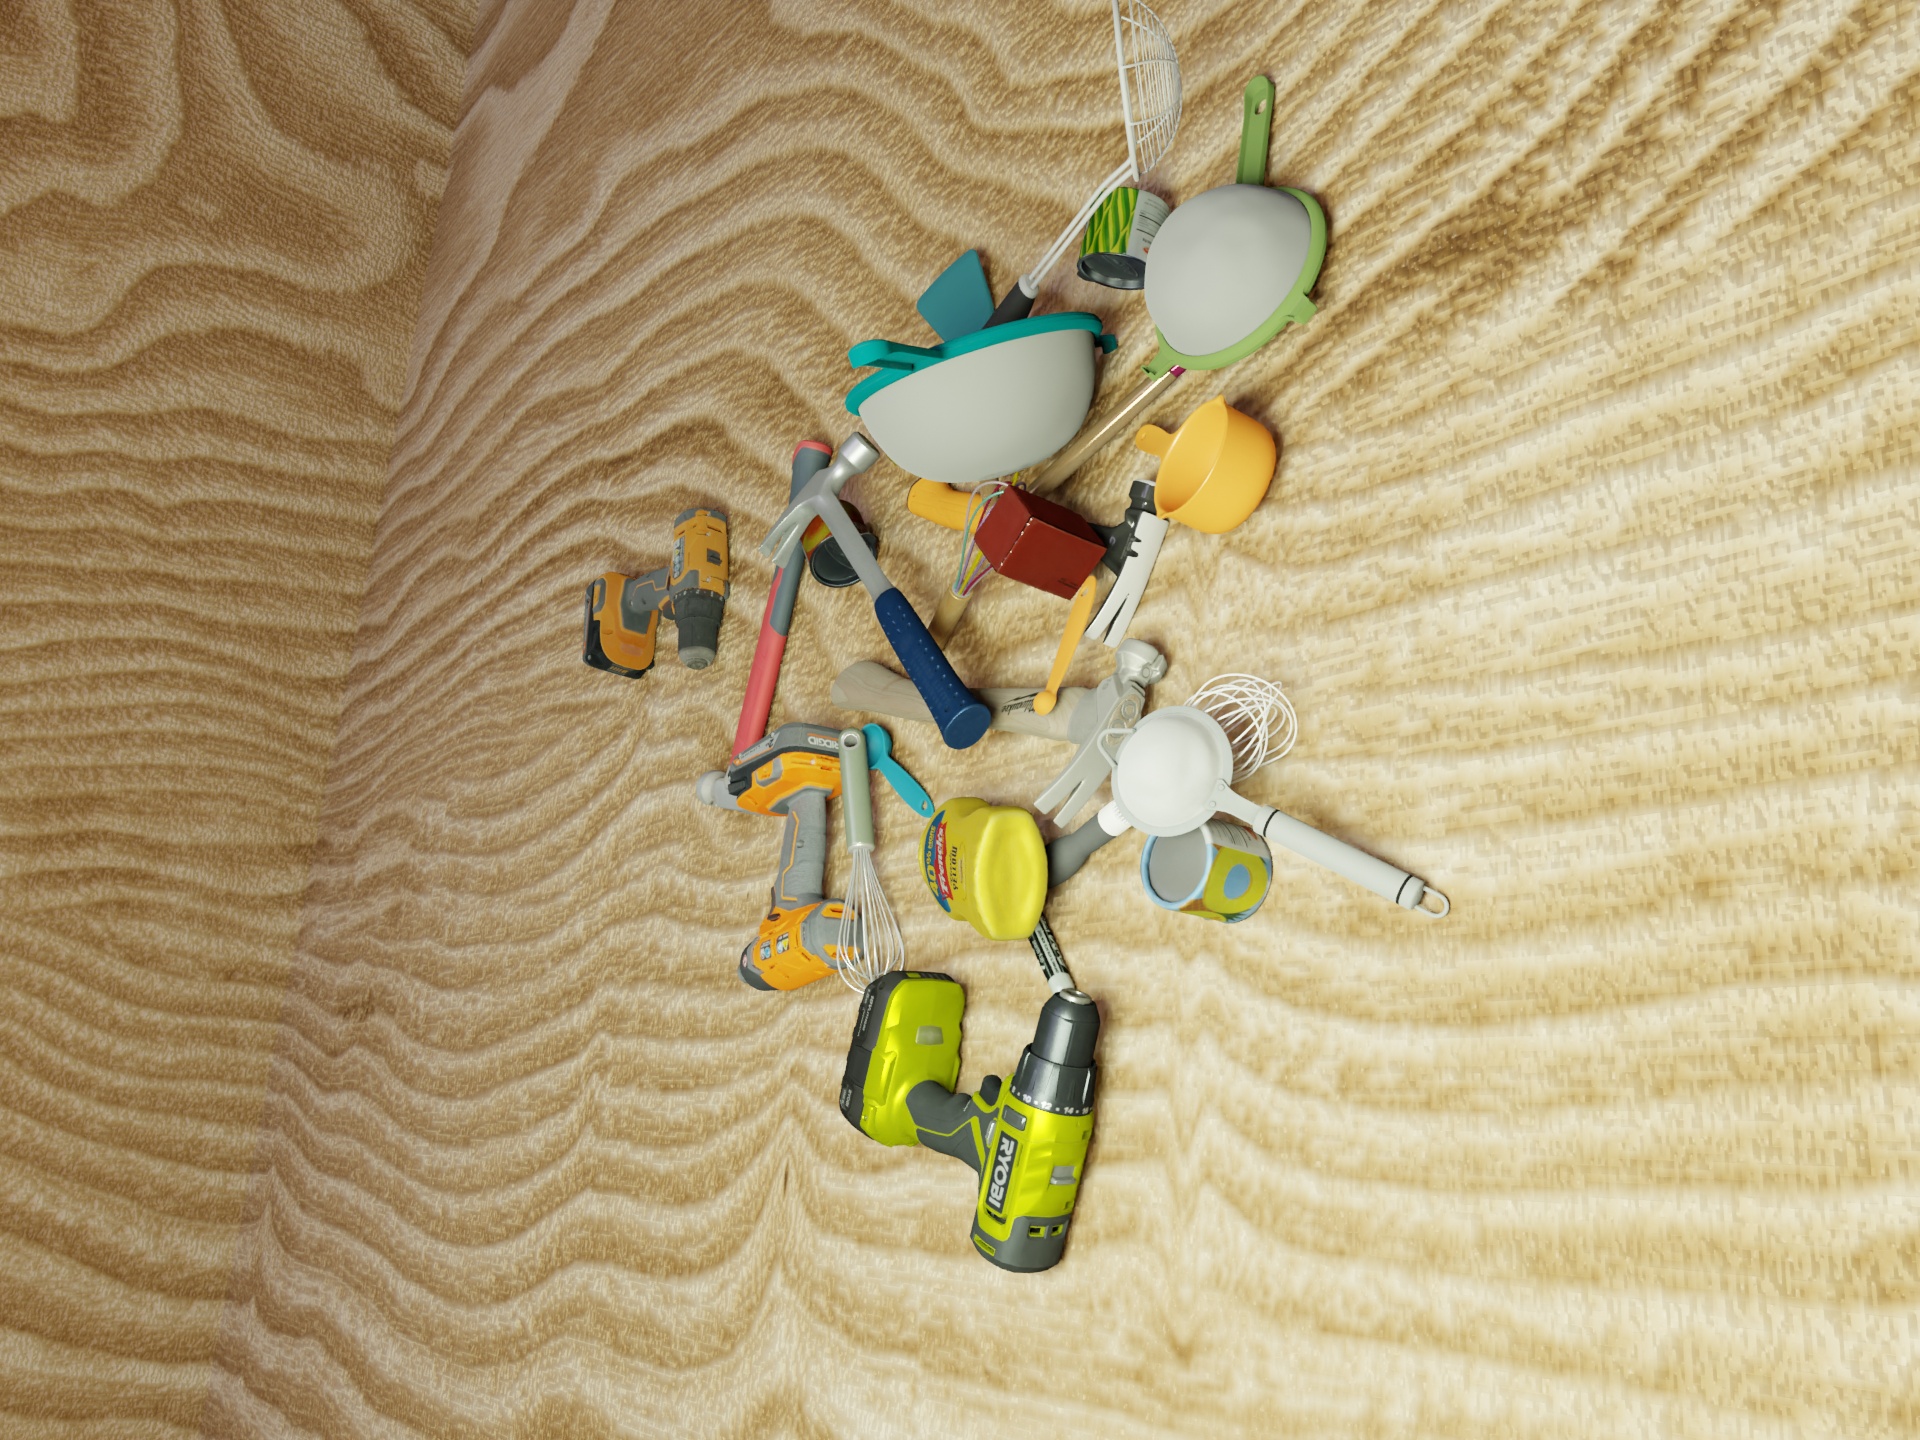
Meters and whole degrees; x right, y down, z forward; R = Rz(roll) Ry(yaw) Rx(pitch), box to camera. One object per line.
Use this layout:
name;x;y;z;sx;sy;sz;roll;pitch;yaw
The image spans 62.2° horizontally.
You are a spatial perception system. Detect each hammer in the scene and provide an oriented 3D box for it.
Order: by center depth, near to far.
hammer;-0.002;-0.004;1.295;0.411;0.038;0.146;7;60;57
hammer;0.047;-0.156;1.324;0.337;0.034;0.127;25;96;55
hammer;-0.070;-0.104;1.352;0.144;0.035;0.406;-45;40;12
hammer;-0.179;-0.096;1.609;0.143;0.038;0.386;5;80;53

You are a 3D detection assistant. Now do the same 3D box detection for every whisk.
whisk;0.130;0.054;1.112;0.284;0.070;0.070;-44;44;43
whisk;0.009;-0.122;1.304;0.244;0.051;0.047;121;143;-56
whisk;-0.084;0.119;1.371;0.059;0.058;0.247;76;-174;-65

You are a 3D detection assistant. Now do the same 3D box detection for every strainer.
strainer;0.182;0.057;0.981;0.259;0.050;0.087;27;91;30
strainer;0.193;-0.382;1.164;0.151;0.069;0.256;-12;60;46
strainer;0.002;-0.230;1.191;0.211;0.340;0.095;-17;93;20

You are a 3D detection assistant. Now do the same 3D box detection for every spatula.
spatula;0.009;-0.293;1.403;0.082;0.044;0.318;-37;40;31

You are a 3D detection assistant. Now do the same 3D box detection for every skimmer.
skimmer;0.059;-0.390;1.235;0.363;0.090;0.127;-45;37;48

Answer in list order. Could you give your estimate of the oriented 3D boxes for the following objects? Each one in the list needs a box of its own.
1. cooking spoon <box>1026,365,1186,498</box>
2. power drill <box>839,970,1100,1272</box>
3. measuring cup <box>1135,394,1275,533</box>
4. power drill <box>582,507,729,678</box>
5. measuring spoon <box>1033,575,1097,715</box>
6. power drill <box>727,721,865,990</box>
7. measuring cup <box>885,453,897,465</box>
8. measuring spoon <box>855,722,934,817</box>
cooking spoon;0.142;-0.250;1.214;0.319;0.017;0.069;-40;44;27
power drill;0.012;0.264;1.158;0.229;0.080;0.190;18;97;53
measuring cup;0.173;-0.188;1.157;0.095;0.052;0.174;-64;18;11
power drill;-0.342;-0.118;1.811;0.226;0.084;0.185;-26;58;42
measuring spoon;0.077;-0.058;1.180;0.021;0.011;0.117;-1;63;54
power drill;-0.158;0.133;1.452;0.164;0.084;0.227;-30;57;45
measuring cup;-0.009;-0.254;1.457;0.157;0.029;0.062;16;90;43
measuring spoon;-0.052;0.047;1.398;0.129;0.021;0.042;45;116;42
